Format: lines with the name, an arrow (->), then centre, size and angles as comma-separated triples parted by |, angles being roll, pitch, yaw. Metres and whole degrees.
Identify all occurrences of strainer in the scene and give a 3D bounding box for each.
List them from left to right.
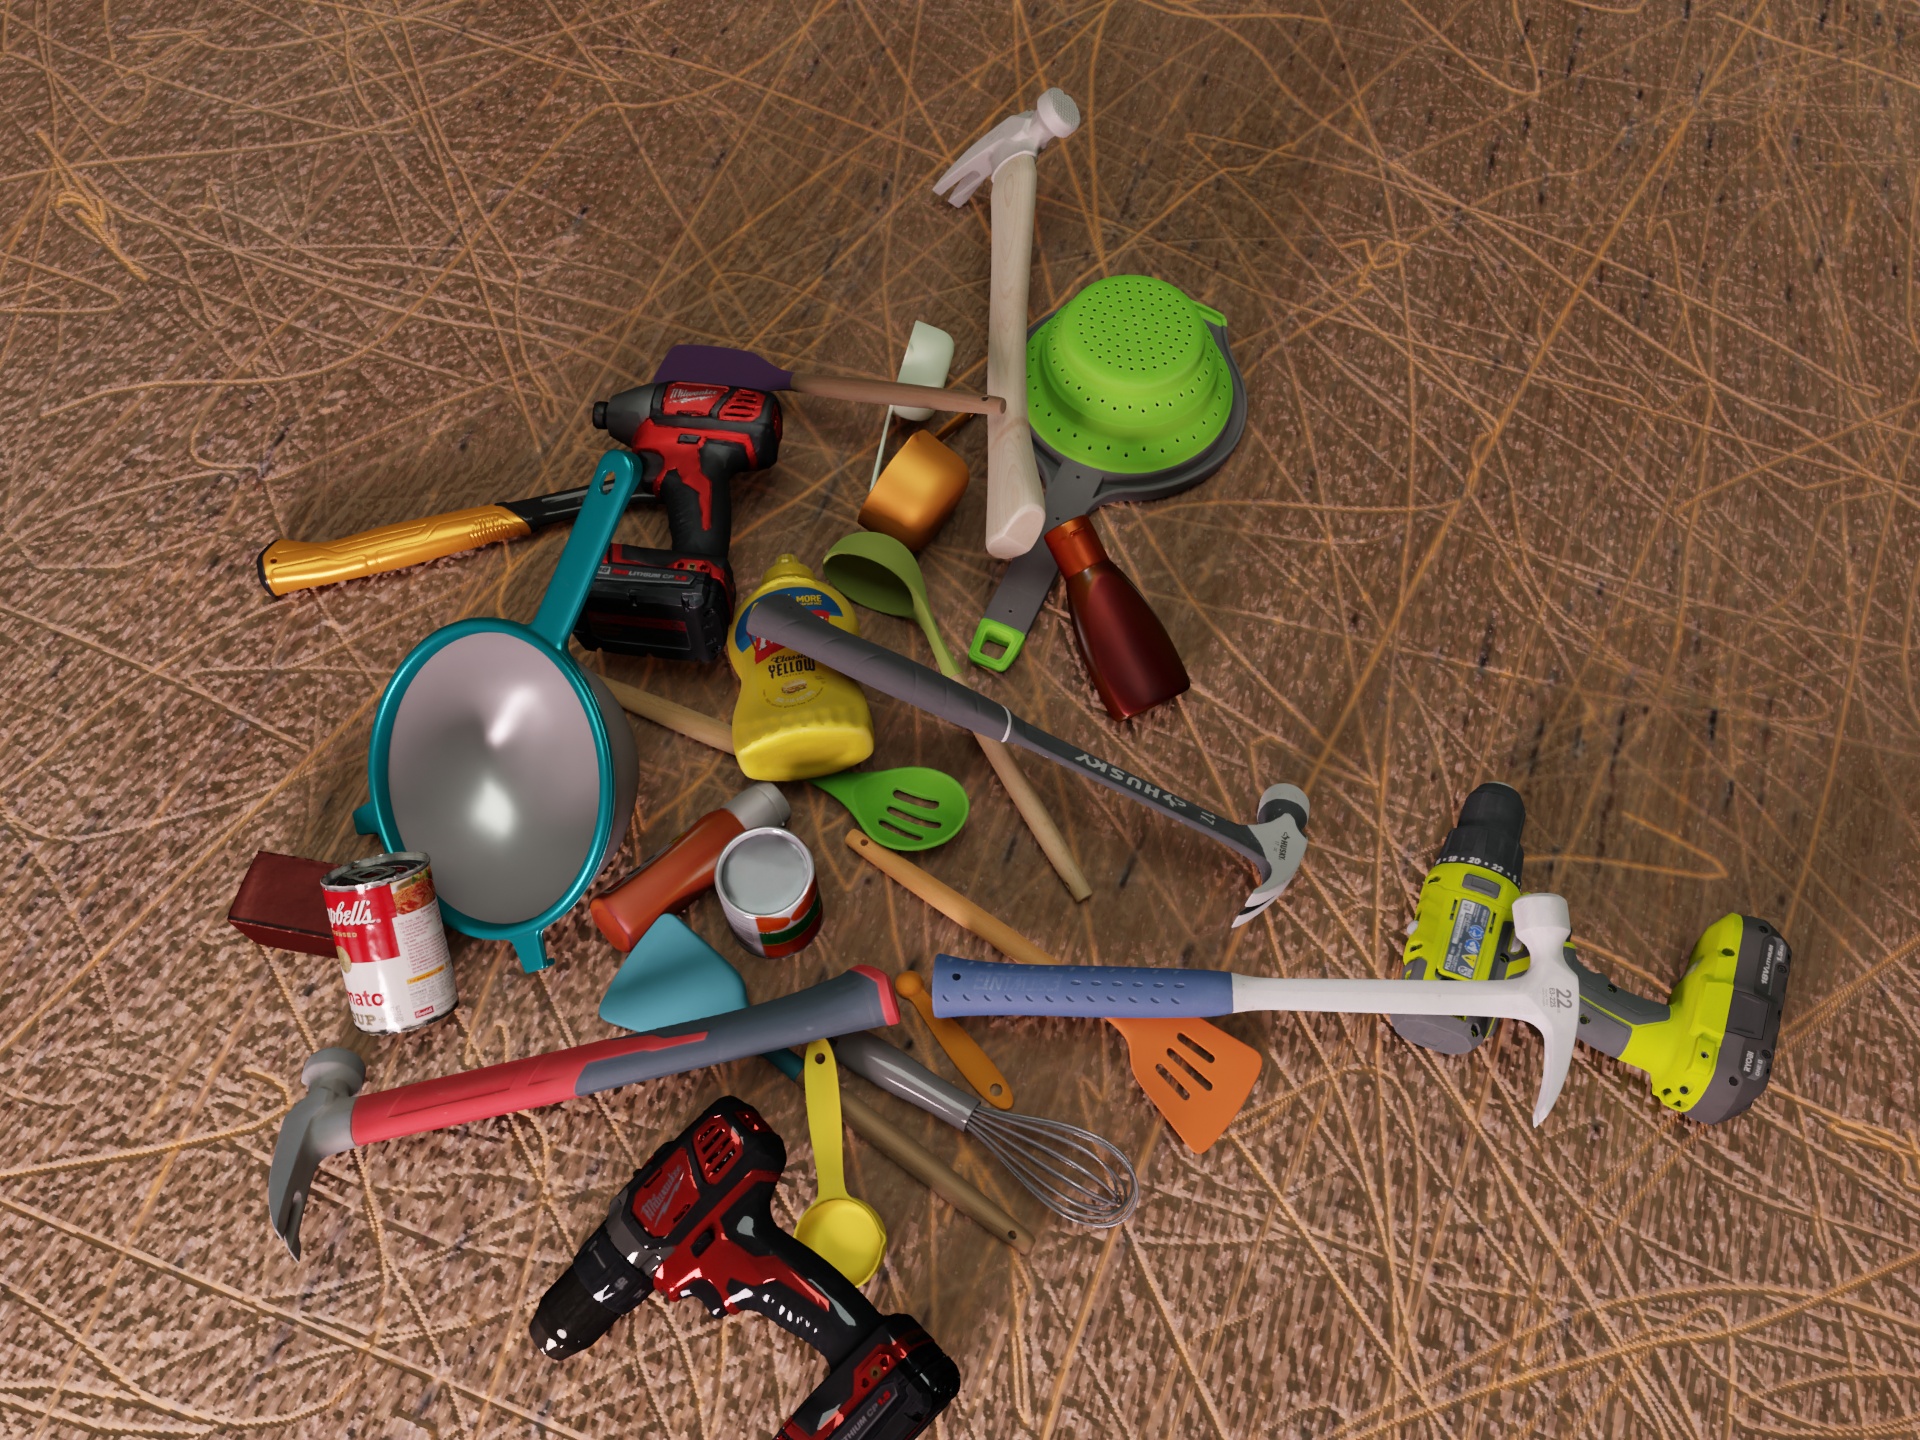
strainer -> -0.264, -0.019, 1.058 | 0.211, 0.095, 0.340 | 32, 105, 23

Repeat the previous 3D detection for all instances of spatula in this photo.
spatula -> -0.108, -0.260, 1.241 | 0.316, 0.018, 0.060 | 11, 65, 25
spatula -> -0.086, 0.245, 1.025 | 0.317, 0.044, 0.082 | 34, 88, 13
spatula -> 0.052, 0.167, 1.079 | 0.323, 0.041, 0.081 | 32, 68, 18

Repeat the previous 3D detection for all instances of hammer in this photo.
hammer -> -0.362, -0.143, 1.216 | 0.337, 0.034, 0.127 | -14, 64, -8
hammer -> -0.226, 0.225, 0.978 | 0.386, 0.038, 0.143 | -13, 35, 0
hammer -> 0.032, -0.307, 1.252 | 0.038, 0.146, 0.411 | 23, 57, -37
hammer -> 0.044, 0.014, 1.077 | 0.409, 0.036, 0.149 | 25, 32, 2
hammer -> 0.184, 0.180, 1.015 | 0.405, 0.035, 0.144 | 0, 63, 7

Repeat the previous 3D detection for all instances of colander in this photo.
colander -> 0.100, -0.217, 1.228 | 0.204, 0.094, 0.397 | 22, 65, 9

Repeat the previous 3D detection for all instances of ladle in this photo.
ladle -> -0.002, -0.004, 1.145 | 0.062, 0.078, 0.320 | -26, 74, -17

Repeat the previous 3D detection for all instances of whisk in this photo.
whisk -> 0.007, 0.251, 1.023 | 0.239, 0.055, 0.055 | 26, 66, 16

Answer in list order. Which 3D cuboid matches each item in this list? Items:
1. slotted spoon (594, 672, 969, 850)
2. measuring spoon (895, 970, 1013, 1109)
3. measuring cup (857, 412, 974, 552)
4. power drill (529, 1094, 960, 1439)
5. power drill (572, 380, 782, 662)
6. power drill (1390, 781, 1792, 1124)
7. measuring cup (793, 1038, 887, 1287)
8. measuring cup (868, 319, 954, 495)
slotted spoon -> -0.141, 0.022, 1.143 | 0.314, 0.031, 0.070 | 21, 59, 11
measuring spoon -> -0.004, 0.212, 1.060 | 0.021, 0.011, 0.117 | -36, 70, -17
measuring cup -> -0.011, -0.194, 1.233 | 0.052, 0.095, 0.174 | 38, 48, 4
power drill -> -0.133, 0.362, 0.938 | 0.188, 0.080, 0.227 | -46, 70, -2
power drill -> -0.217, -0.157, 1.165 | 0.143, 0.078, 0.220 | 6, 59, 3
power drill -> 0.418, 0.154, 1.064 | 0.228, 0.080, 0.191 | 19, 66, 11
measuring cup -> -0.079, 0.278, 1.003 | 0.062, 0.029, 0.157 | -10, 72, 9
measuring cup -> -0.041, -0.233, 1.257 | 0.038, 0.083, 0.168 | 15, 80, -6
